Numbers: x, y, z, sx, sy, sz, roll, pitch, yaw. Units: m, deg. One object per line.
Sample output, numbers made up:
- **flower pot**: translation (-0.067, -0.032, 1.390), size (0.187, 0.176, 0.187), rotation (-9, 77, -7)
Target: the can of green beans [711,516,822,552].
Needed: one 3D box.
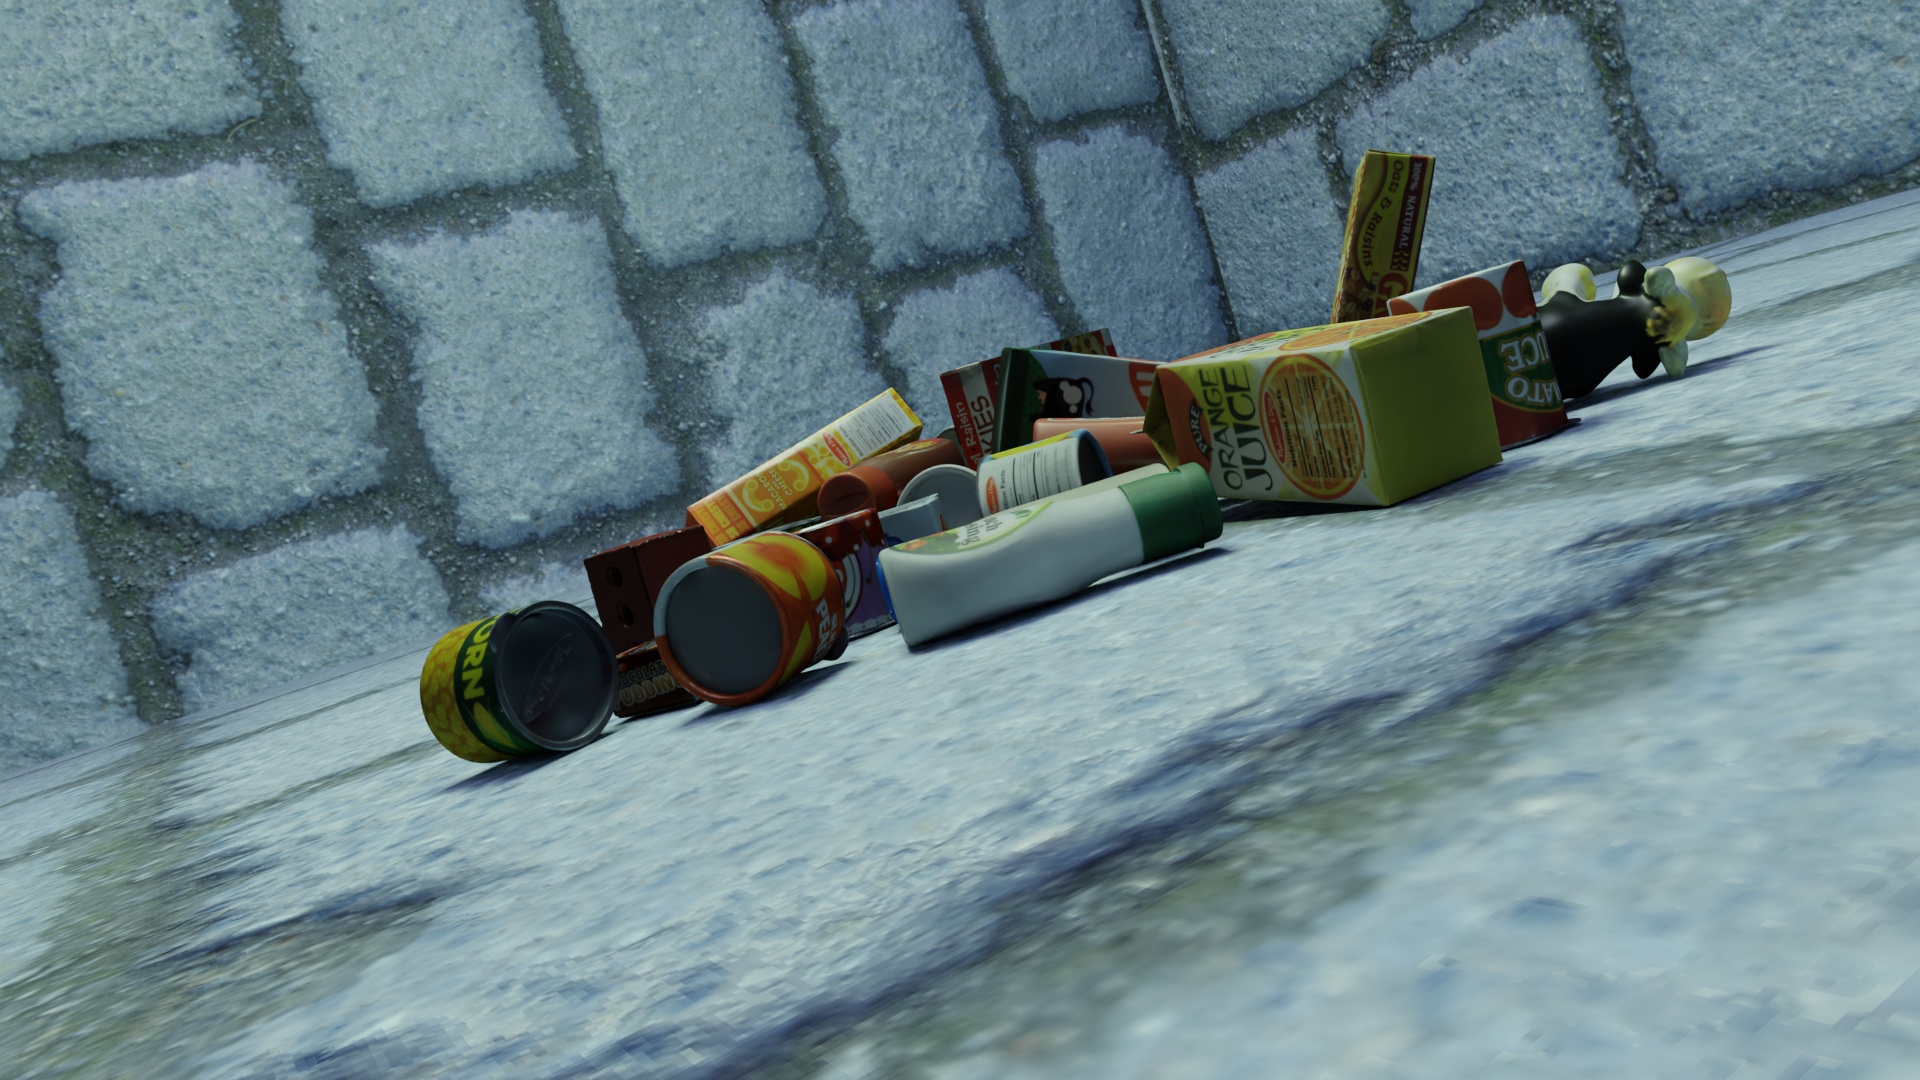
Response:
- **can of green beans**: translation (-0.111, 0.023, 0.846), size (0.071, 0.057, 0.071), rotation (-17, 4, 1)

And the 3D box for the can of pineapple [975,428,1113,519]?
- **can of pineapple**: translation (0.049, -0.021, 0.744), size (0.058, 0.071, 0.071), rotation (-15, 5, 23)

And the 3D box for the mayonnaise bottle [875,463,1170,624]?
- **mayonnaise bottle**: translation (0.034, 0.003, 0.674), size (0.148, 0.041, 0.065), rotation (-18, 4, 5)

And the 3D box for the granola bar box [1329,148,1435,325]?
- **granola bar box**: translation (0.237, -0.135, 0.805), size (0.039, 0.165, 0.124), rotation (9, 11, 12)

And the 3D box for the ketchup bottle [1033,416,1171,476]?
- **ketchup bottle**: translation (0.117, -0.049, 0.794), size (0.149, 0.043, 0.064), rotation (-1, -9, 8)

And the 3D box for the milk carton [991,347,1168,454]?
- **milk carton**: translation (0.119, -0.079, 0.889), size (0.191, 0.073, 0.072), rotation (5, 7, -4)

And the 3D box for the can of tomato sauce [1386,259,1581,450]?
- **can of tomato sauce**: translation (0.253, -0.087, 0.675), size (0.071, 0.083, 0.071), rotation (-17, 4, 1)

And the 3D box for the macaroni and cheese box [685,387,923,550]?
- **macaroni and cheese box**: translation (-0.110, -0.024, 0.957), size (0.167, 0.040, 0.123), rotation (-34, -13, -24)

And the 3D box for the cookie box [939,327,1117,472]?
- **cookie box**: translation (0.066, -0.079, 1.000), size (0.040, 0.123, 0.168), rotation (-15, 5, 41)

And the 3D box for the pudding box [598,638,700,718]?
- **pudding box**: translation (-0.129, 0.058, 0.675), size (0.049, 0.030, 0.084), rotation (-16, 4, 26)

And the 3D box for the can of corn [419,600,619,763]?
- **can of corn**: translation (-0.199, 0.063, 0.622), size (0.058, 0.071, 0.071), rotation (-15, 5, 35)

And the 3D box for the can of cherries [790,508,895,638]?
- **can of cherries**: translation (-0.067, 0.020, 0.715), size (0.071, 0.058, 0.071), rotation (-17, 4, 1)

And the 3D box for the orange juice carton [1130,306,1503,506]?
- **orange juice carton**: translation (0.161, -0.063, 0.680), size (0.072, 0.073, 0.192), rotation (-19, 11, -23)

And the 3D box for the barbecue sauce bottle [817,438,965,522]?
- **barbecue sauce bottle**: translation (-0.045, -0.032, 0.857), size (0.065, 0.043, 0.149), rotation (-22, 3, 18)

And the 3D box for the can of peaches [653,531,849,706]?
- **can of peaches**: translation (-0.089, 0.034, 0.605), size (0.071, 0.071, 0.058), rotation (-15, 5, 21)

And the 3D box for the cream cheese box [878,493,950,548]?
- **cream cheese box**: translation (-0.052, 0.013, 0.774), size (0.103, 0.053, 0.024), rotation (-15, 6, 22)

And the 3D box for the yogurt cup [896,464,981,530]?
- **yogurt cup**: translation (0.003, -0.010, 0.801), size (0.072, 0.072, 0.054), rotation (-15, -3, 24)

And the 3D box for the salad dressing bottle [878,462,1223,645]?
- **salad dressing bottle**: translation (0.040, 0.004, 0.611), size (0.148, 0.044, 0.064), rotation (-17, 6, -5)
